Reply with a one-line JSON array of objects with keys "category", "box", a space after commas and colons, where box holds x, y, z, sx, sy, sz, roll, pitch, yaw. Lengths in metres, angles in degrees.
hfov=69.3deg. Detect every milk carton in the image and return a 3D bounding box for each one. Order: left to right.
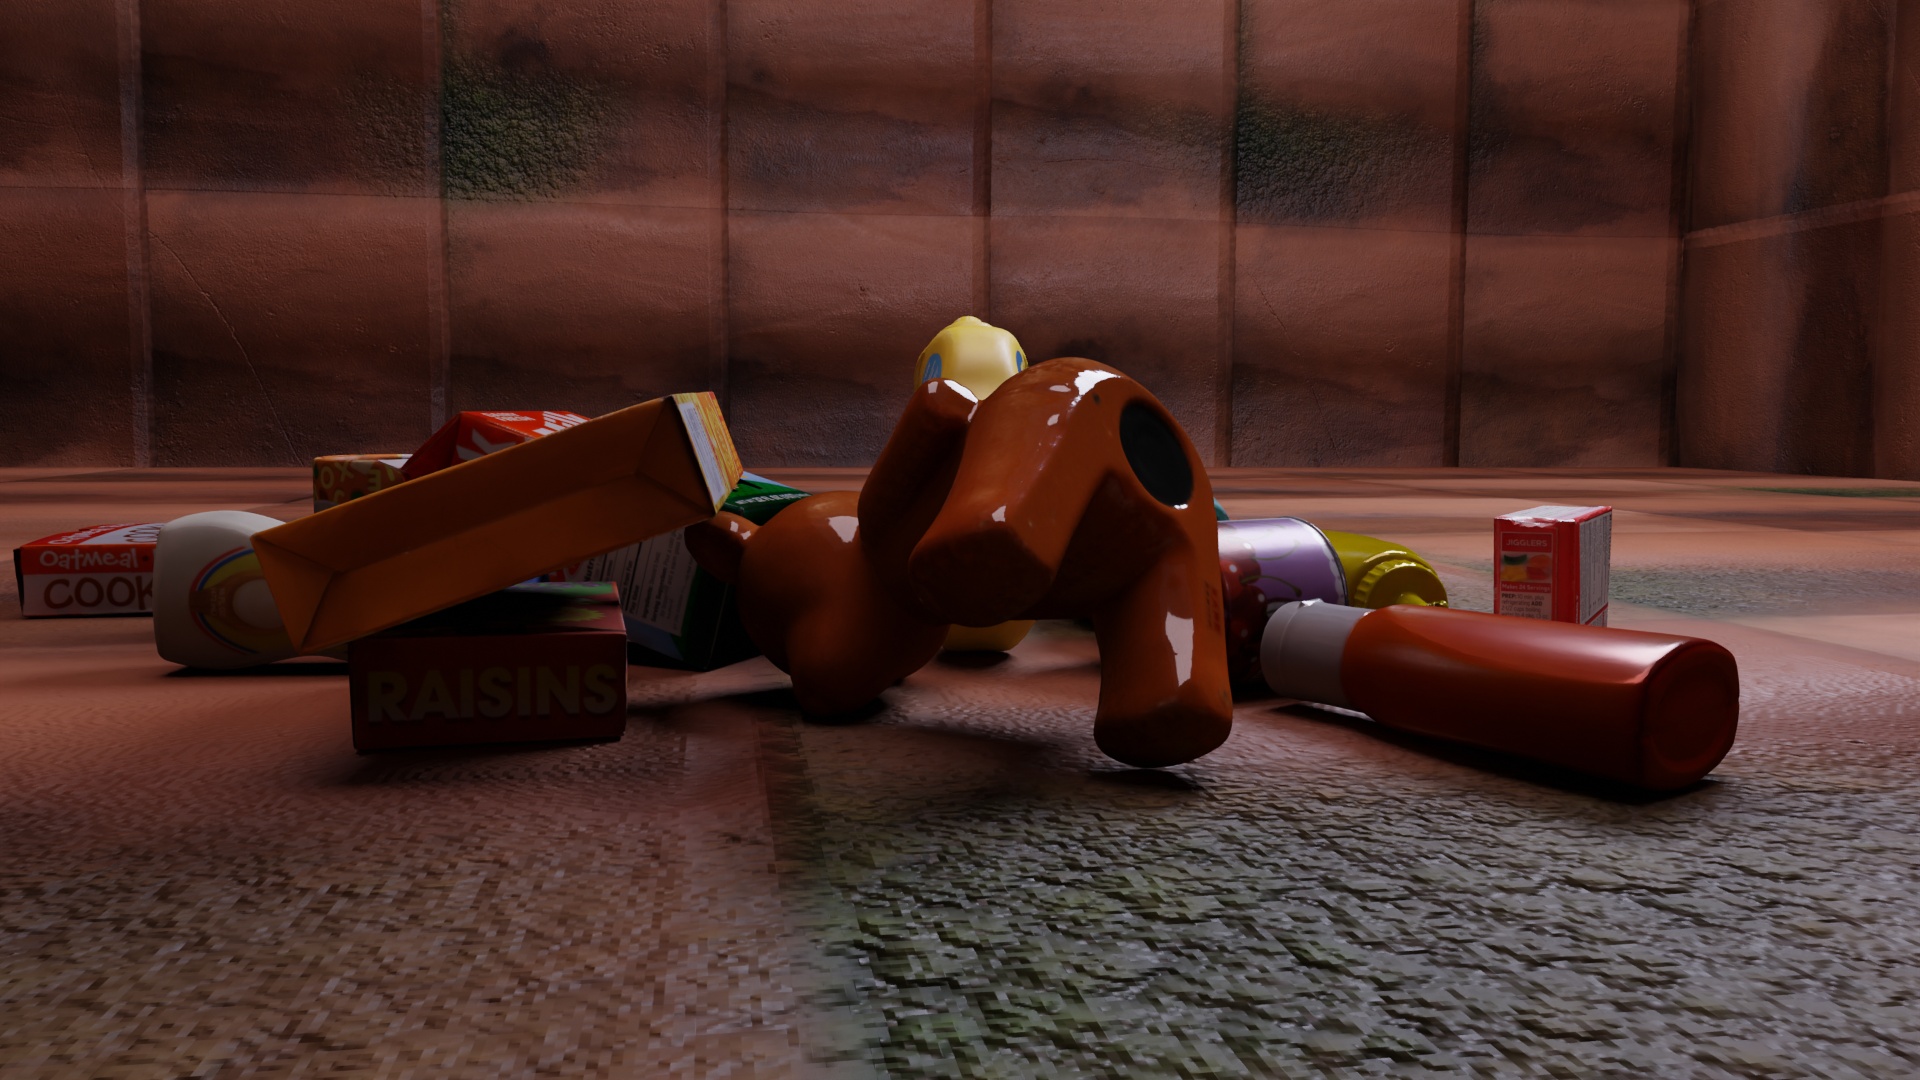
[{"category": "milk carton", "box": [-0.167, -0.011, 0.630, 0.191, 0.073, 0.072, 18, 12, 19]}]

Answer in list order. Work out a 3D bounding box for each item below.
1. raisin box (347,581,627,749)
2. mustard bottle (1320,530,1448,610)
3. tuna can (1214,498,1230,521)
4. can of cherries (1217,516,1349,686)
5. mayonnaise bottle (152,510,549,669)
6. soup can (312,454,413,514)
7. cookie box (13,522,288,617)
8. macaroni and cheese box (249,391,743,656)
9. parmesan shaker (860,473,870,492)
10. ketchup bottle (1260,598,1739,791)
[{"category": "raisin box", "box": [-0.164, 0.041, 0.499, 0.086, 0.040, 0.123, 0, 6, -15]}, {"category": "mustard bottle", "box": [0.187, 0.024, 0.651, 0.065, 0.048, 0.160, -1, 6, -6]}, {"category": "tuna can", "box": [0.077, -0.001, 0.583, 0.071, 0.070, 0.033, -2, 41, -28]}, {"category": "can of cherries", "box": [0.109, 0.026, 0.547, 0.058, 0.071, 0.071, -3, 6, -28]}, {"category": "mayonnaise bottle", "box": [-0.248, 0.023, 0.573, 0.148, 0.064, 0.041, 4, 8, -5]}, {"category": "soup can", "box": [-0.283, 0.001, 0.681, 0.071, 0.083, 0.071, 0, 5, 0]}, {"category": "cookie box", "box": [-0.406, 0.013, 0.775, 0.168, 0.040, 0.123, -1, 5, -12]}, {"category": "macaroni and cheese box", "box": [-0.141, -0.013, 0.468, 0.124, 0.040, 0.166, -19, 8, -4]}, {"category": "parmesan shaker", "box": [0.003, -0.010, 0.766, 0.071, 0.071, 0.103, 5, -8, 40]}, {"category": "ketchup bottle", "box": [0.167, 0.045, 0.456, 0.065, 0.043, 0.149, -7, 8, -36]}]
